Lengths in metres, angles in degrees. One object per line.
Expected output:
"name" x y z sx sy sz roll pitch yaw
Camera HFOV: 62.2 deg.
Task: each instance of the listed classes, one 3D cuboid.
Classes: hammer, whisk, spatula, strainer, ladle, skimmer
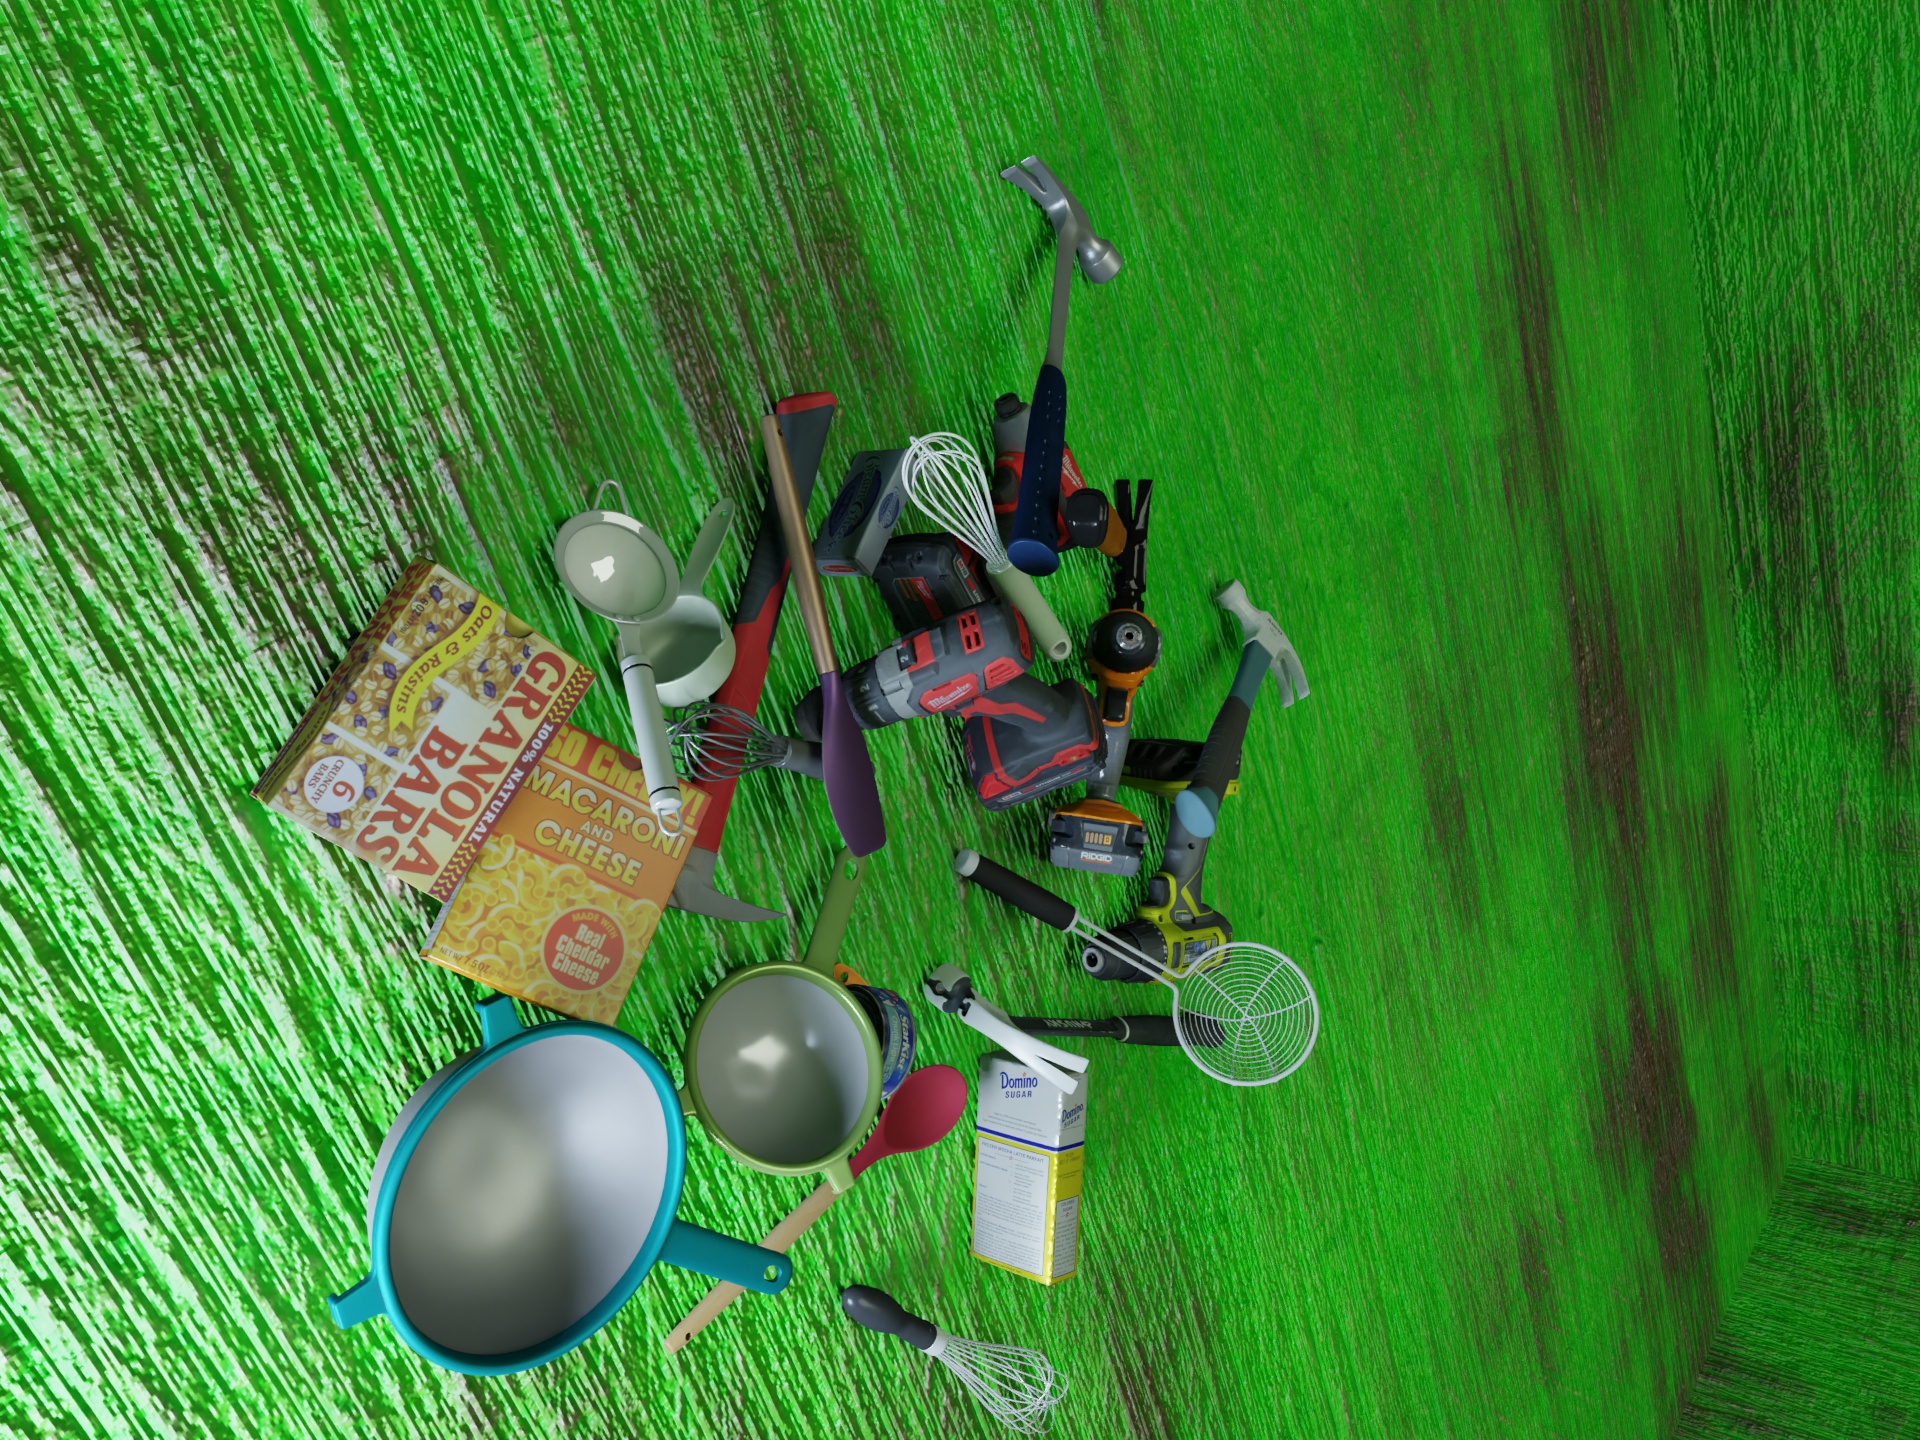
"hammer" 0.254 -0.005 1.482 0.128 0.033 0.331 46 39 -12
"whisk" -0.126 0.024 1.096 0.238 0.055 0.055 17 80 -60
"hammer" 0.137 0.276 1.419 0.408 0.149 0.036 17 101 -54
"spatula" -0.100 -0.059 1.116 0.059 0.018 0.316 -17 96 -57
"hammer" 0.070 -0.285 1.263 0.143 0.035 0.406 41 43 -38
"whisk" -0.004 0.525 1.324 0.284 0.070 0.070 43 62 -35
"strainer" -0.242 0.307 1.015 0.340 0.095 0.211 39 68 -44
"hammer" -0.140 -0.050 1.141 0.143 0.038 0.386 25 74 -47
"ladle" -0.106 0.369 1.217 0.315 0.031 0.069 -37 116 -38
"strainer" -0.123 0.210 1.165 0.151 0.069 0.257 28 55 -17
"strainer" -0.207 -0.039 1.000 0.086 0.050 0.259 5 53 -36
"whisk" 0.026 -0.125 1.201 0.058 0.059 0.246 -39 131 -2
"hammer" 0.125 -0.159 1.308 0.337 0.034 0.127 1 92 -78
"skimmer" 0.154 0.201 1.371 0.363 0.090 0.127 31 79 -26

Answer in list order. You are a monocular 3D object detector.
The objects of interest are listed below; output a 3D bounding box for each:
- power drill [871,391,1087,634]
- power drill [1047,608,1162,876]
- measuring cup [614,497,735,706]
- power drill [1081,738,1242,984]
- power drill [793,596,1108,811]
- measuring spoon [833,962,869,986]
"power drill" 0.026 -0.158 1.290 0.220 0.078 0.143 -53 128 -35
"power drill" 0.128 0.016 1.361 0.164 0.084 0.226 63 35 -85
"measuring cup" -0.177 -0.080 1.086 0.038 0.083 0.168 66 31 -50
"power drill" 0.188 0.134 1.487 0.190 0.080 0.228 1 95 -47
"power drill" -0.002 -0.004 1.223 0.226 0.188 0.080 37 35 -57
"measuring spoon" -0.070 0.230 1.261 0.116 0.011 0.021 54 55 -31
